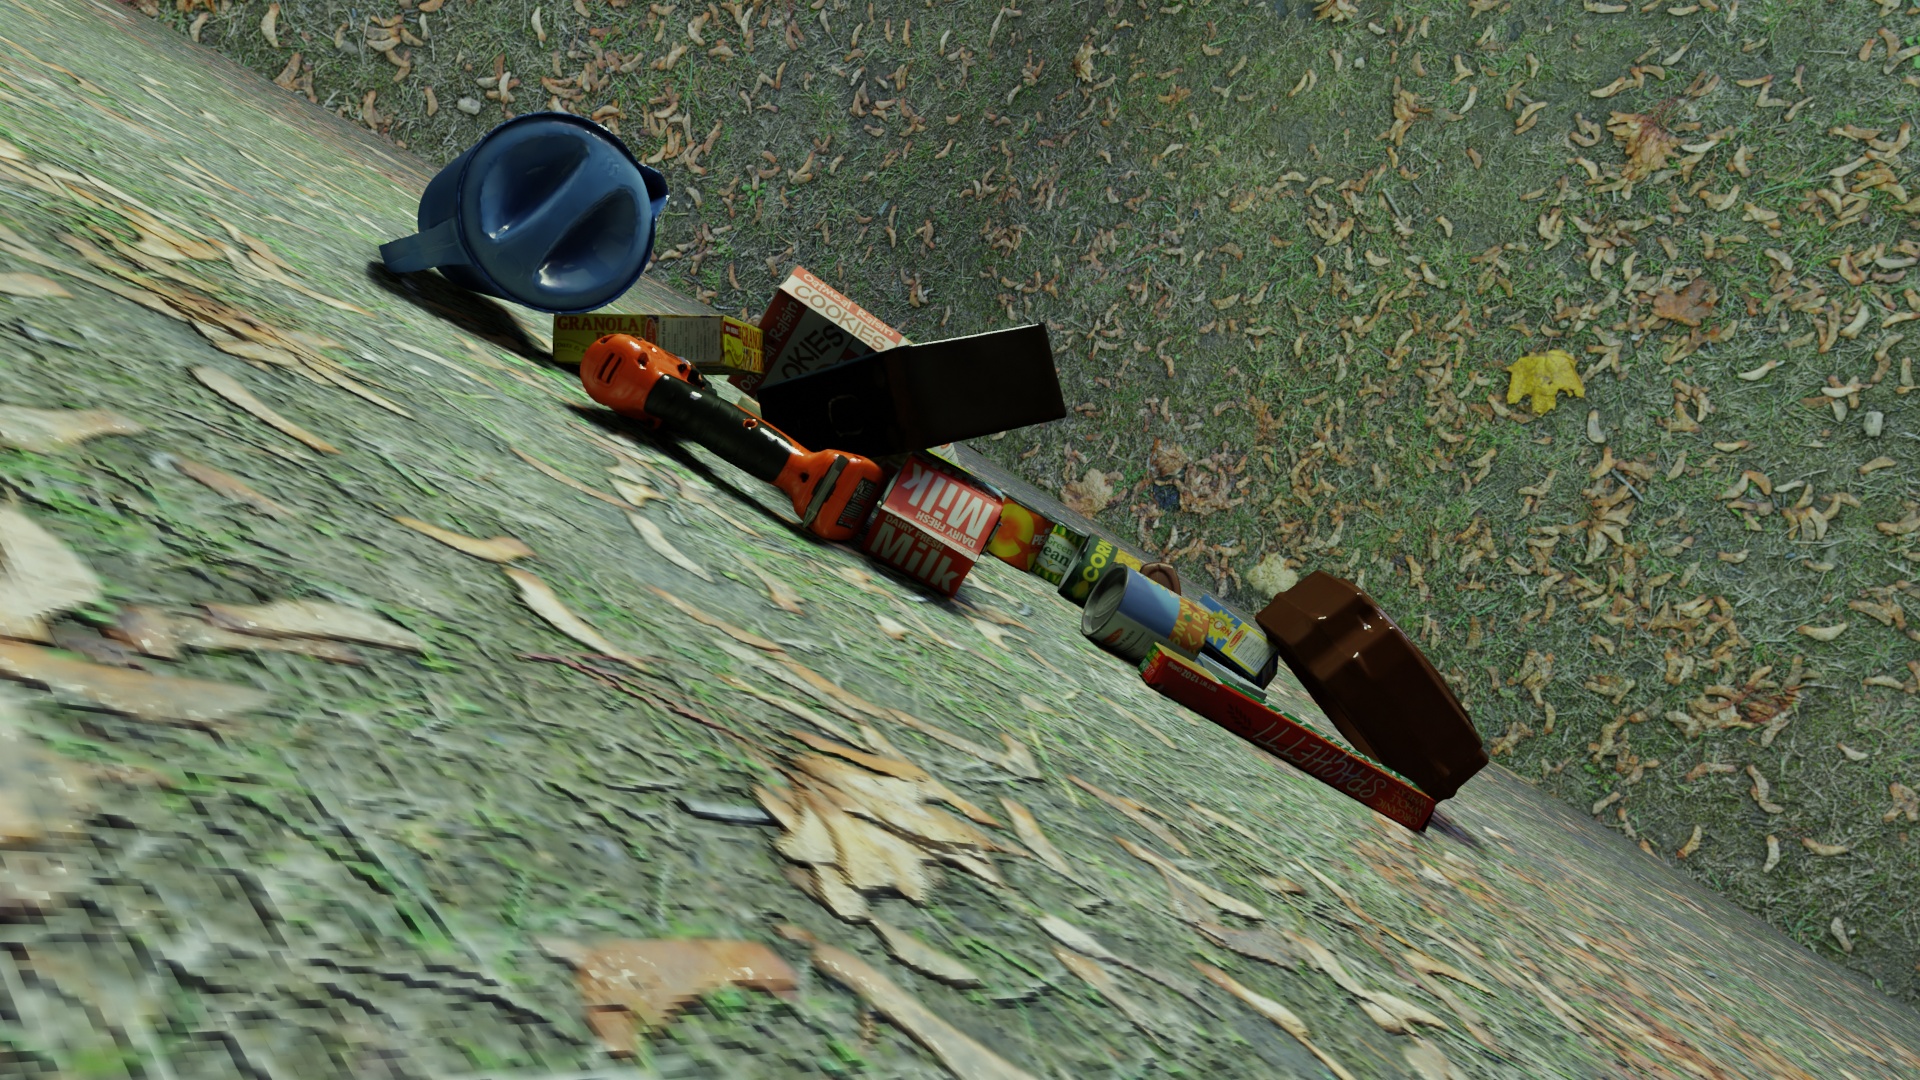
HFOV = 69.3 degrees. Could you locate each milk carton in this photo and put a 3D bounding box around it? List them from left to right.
[{"bbox_3d":[-0.018,-0.014,0.965,0.072,0.073,0.191,29,6,-1],"label":"milk carton"}]

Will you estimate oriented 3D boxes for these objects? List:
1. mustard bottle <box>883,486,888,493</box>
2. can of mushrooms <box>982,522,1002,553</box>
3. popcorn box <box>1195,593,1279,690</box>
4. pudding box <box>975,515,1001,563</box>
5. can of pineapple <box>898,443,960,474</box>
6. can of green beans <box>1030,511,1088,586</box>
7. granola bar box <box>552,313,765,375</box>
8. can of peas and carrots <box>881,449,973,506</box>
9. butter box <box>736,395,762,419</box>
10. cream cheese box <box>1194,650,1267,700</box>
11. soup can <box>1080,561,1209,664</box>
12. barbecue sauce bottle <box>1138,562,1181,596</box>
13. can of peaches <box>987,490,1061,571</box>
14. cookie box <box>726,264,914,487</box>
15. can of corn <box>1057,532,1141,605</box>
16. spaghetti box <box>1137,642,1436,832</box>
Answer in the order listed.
[{"bbox_3d":[-0.082,-0.083,1.331,0.160,0.065,0.049,18,14,-42],"label":"mustard bottle"},{"bbox_3d":[0.005,-0.017,1.317,0.071,0.033,0.071,29,5,-2],"label":"can of mushrooms"},{"bbox_3d":[0.255,0.103,1.311,0.085,0.038,0.126,37,-6,19],"label":"popcorn box"},{"bbox_3d":[-0.013,-0.022,1.183,0.083,0.049,0.030,29,6,-15],"label":"pudding box"},{"bbox_3d":[-0.036,-0.069,1.292,0.071,0.071,0.057,40,-28,64],"label":"can of pineapple"},{"bbox_3d":[0.100,0.011,1.426,0.071,0.057,0.071,29,5,-3],"label":"can of green beans"},{"bbox_3d":[-0.224,-0.148,1.060,0.124,0.039,0.166,2,5,2],"label":"granola bar box"},{"bbox_3d":[-0.029,-0.043,1.226,0.059,0.071,0.071,29,5,-12],"label":"can of peas and carrots"},{"bbox_3d":[-0.158,-0.095,1.245,0.053,0.024,0.104,23,8,-45],"label":"butter box"},{"bbox_3d":[0.222,0.118,1.253,0.053,0.024,0.104,26,6,-46],"label":"cream cheese box"},{"bbox_3d":[0.152,0.064,1.141,0.084,0.071,0.071,29,5,-15],"label":"soup can"},{"bbox_3d":[0.190,0.065,1.349,0.044,0.065,0.148,0,-13,7],"label":"barbecue sauce bottle"},{"bbox_3d":[0.055,-0.008,1.373,0.071,0.058,0.071,30,5,-2],"label":"can of peaches"},{"bbox_3d":[-0.100,-0.137,1.173,0.167,0.122,0.040,34,44,-7],"label":"cookie box"},{"bbox_3d":[0.136,0.034,1.347,0.058,0.071,0.071,30,5,0],"label":"can of corn"},{"bbox_3d":[0.254,0.152,1.078,0.250,0.028,0.050,29,6,-6],"label":"spaghetti box"}]
